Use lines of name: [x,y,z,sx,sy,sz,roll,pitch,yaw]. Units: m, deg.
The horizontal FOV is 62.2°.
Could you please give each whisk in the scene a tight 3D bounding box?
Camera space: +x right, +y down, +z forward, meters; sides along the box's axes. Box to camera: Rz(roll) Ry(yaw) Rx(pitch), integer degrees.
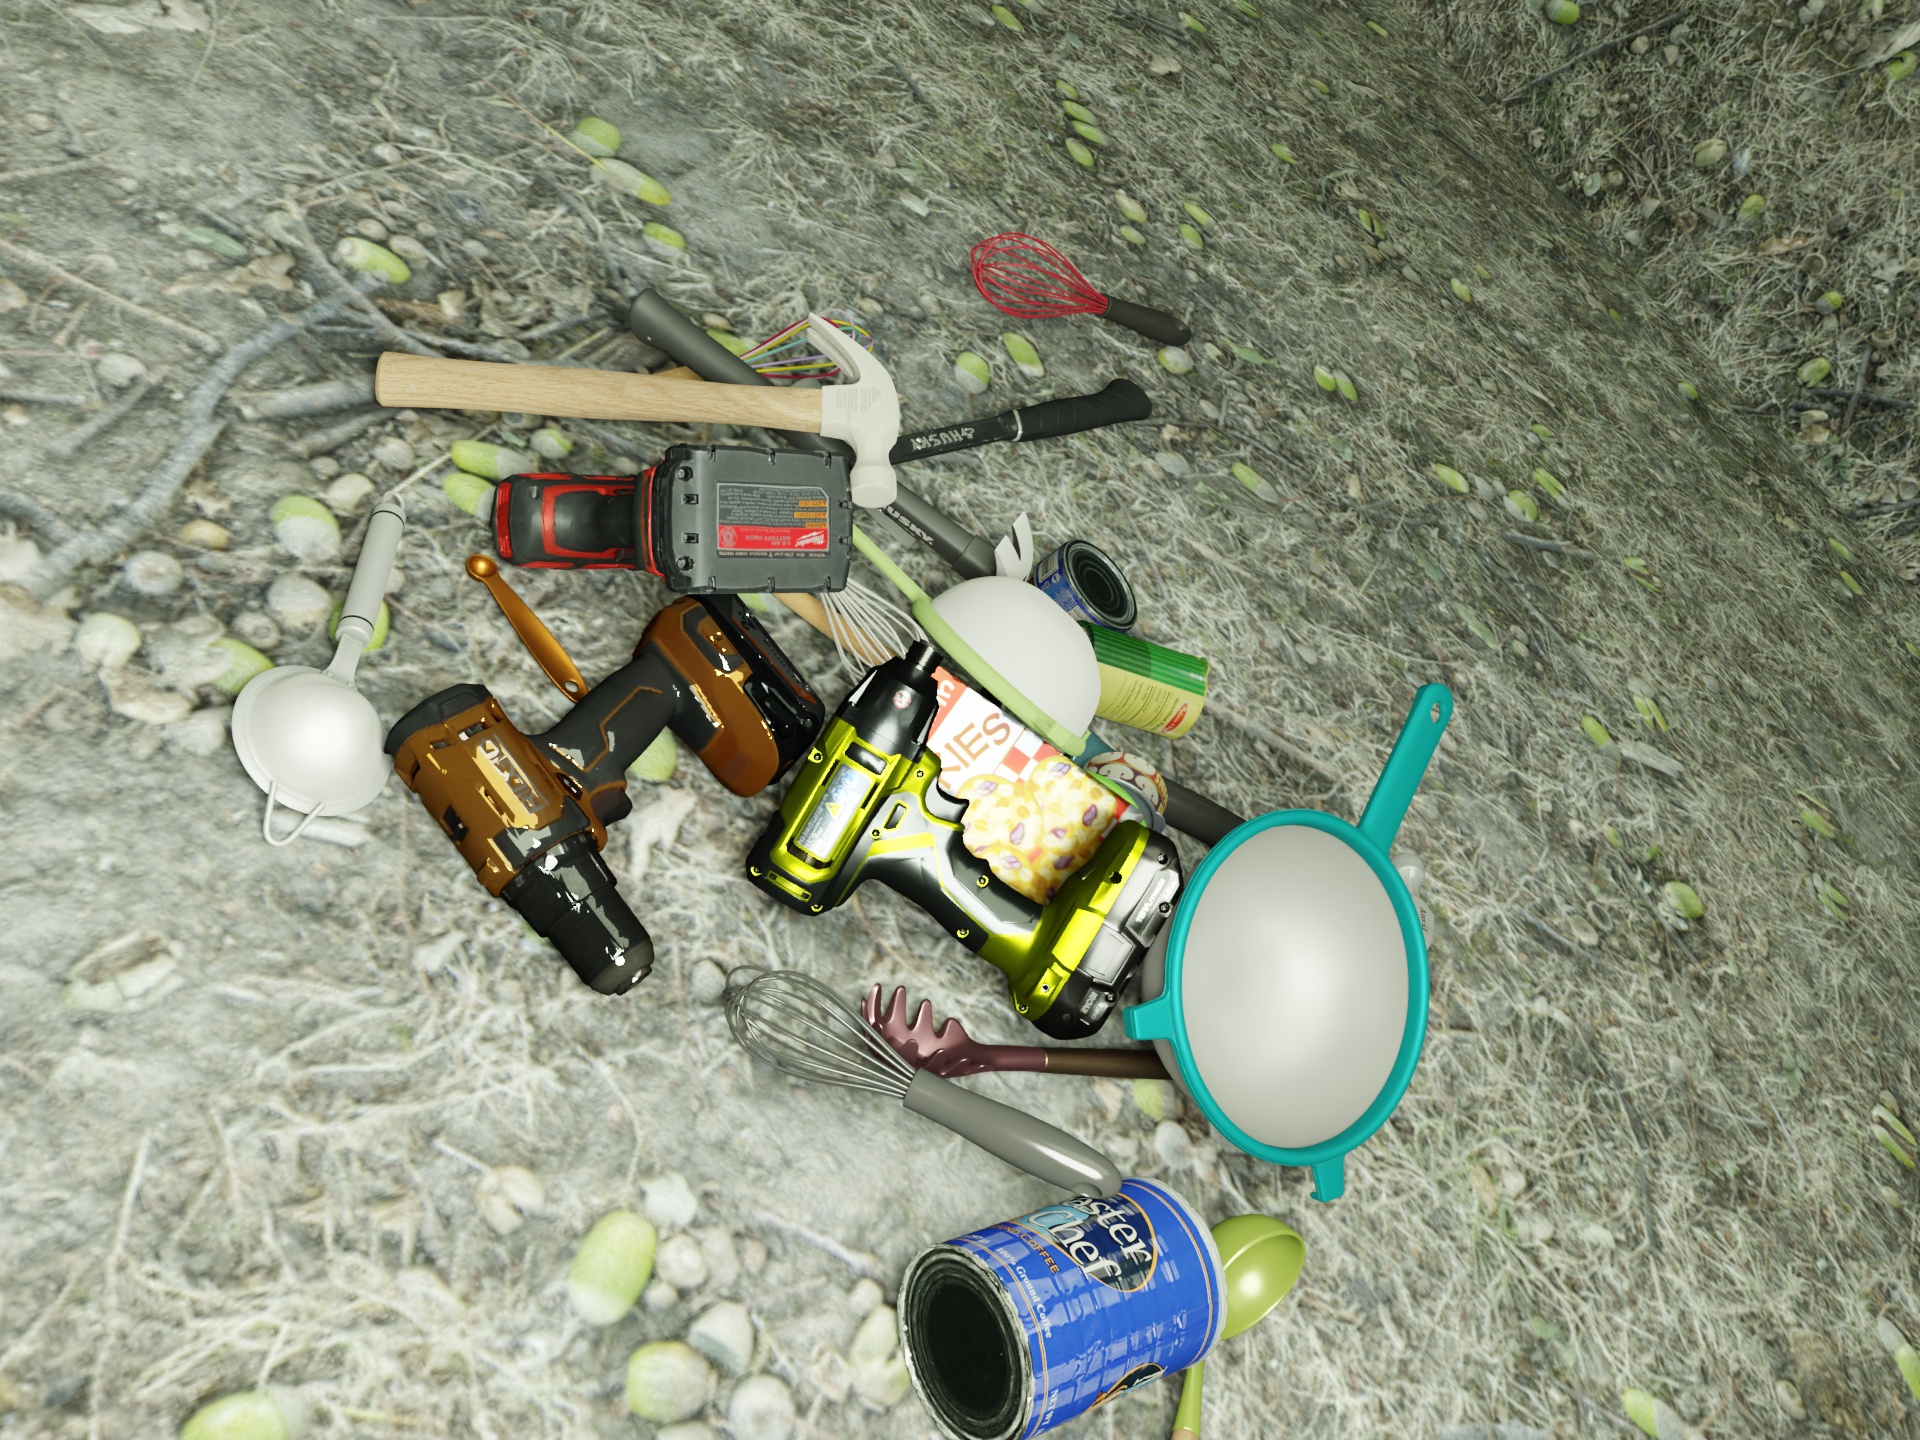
whisk: [-0.160,-0.269,1.199,0.245,0.051,0.047,-27,90,-41]
whisk: [0.122,-0.402,1.520,0.295,0.073,0.073,6,52,-42]
whisk: [-0.093,-0.100,1.075,0.247,0.058,0.059,51,14,32]
whisk: [-0.023,0.193,0.847,0.239,0.055,0.055,24,40,10]

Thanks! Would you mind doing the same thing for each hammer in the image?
hammer: [0.036,-0.241,1.329,0.409,0.036,0.149,-22,71,-46]
hammer: [-0.205,-0.212,1.033,0.331,0.031,0.130,3,68,-9]
hammer: [0.217,0.092,1.182,0.330,0.033,0.128,27,42,-16]
hammer: [-0.091,-0.191,1.114,0.334,0.146,0.035,37,73,-3]

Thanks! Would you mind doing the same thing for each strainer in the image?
strainer: [0.216,0.113,1.012,0.210,0.095,0.340,43,63,-21]
strainer: [0.007,-0.086,1.062,0.256,0.069,0.151,44,7,8]
strainer: [-0.335,-0.044,0.874,0.086,0.050,0.259,33,36,-33]

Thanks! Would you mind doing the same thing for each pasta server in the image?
pasta server: [0.073,0.202,0.972,0.316,0.040,0.060,11,22,-32]

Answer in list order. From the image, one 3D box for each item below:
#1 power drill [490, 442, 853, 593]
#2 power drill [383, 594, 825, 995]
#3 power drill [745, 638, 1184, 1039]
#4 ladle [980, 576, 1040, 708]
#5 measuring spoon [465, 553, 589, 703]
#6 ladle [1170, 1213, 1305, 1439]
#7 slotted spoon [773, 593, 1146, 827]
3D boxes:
power drill: [-0.155,-0.119,0.960,0.187,0.227,0.080,-4,98,-39]
power drill: [-0.179,0.035,0.896,0.185,0.084,0.226,51,46,6]
power drill: [0.010,0.072,0.933,0.223,0.171,0.080,31,-1,-5]
ladle: [0.022,-0.012,1.128,0.069,0.031,0.316,32,40,-10]
measuring spoon: [-0.262,-0.053,0.960,0.117,0.011,0.021,51,41,6]
ladle: [0.124,0.401,0.829,0.062,0.078,0.320,3,42,22]
slotted spoon: [-0.002,-0.003,1.064,0.314,0.031,0.070,36,45,10]
